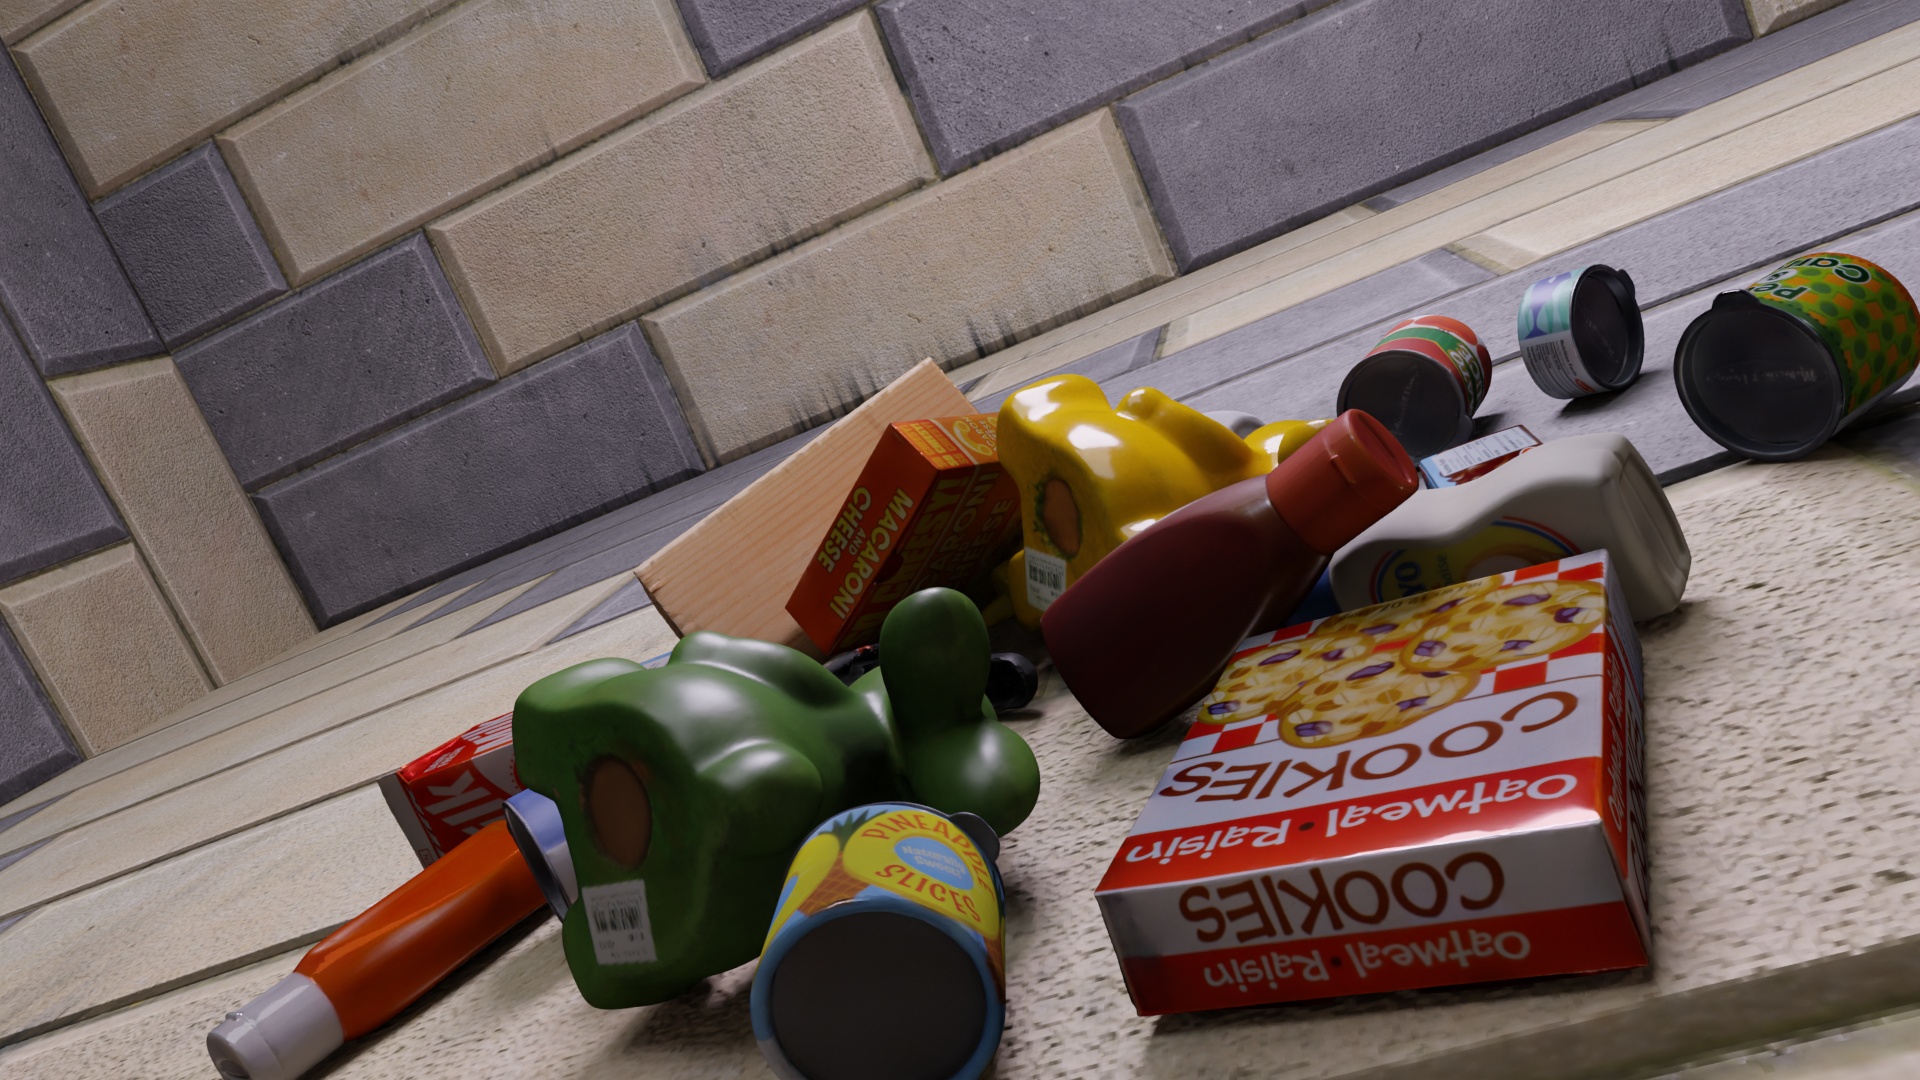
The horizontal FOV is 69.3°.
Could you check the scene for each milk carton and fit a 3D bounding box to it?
[{"bbox_3d":[-0.204,0.122,0.708,0.190,0.072,0.074,-20,12,12],"label":"milk carton"}]

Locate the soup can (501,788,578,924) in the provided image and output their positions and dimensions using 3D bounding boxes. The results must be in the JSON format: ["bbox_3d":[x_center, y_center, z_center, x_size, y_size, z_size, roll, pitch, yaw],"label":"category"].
[{"bbox_3d":[-0.146,0.120,0.603,0.084,0.071,0.071,-28,12,-27],"label":"soup can"}]

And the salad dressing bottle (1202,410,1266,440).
[{"bbox_3d":[0.120,-0.033,0.813,0.147,0.064,0.044,-22,30,55],"label":"salad dressing bottle"}]

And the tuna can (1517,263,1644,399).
[{"bbox_3d":[0.323,-0.110,0.723,0.071,0.071,0.032,-31,12,-33],"label":"tuna can"}]

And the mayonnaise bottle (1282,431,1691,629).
[{"bbox_3d":[0.173,0.009,0.496,0.147,0.064,0.041,-19,23,46],"label":"mayonnaise bottle"}]

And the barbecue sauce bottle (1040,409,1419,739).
[{"bbox_3d":[0.097,0.011,0.507,0.148,0.065,0.044,-43,-18,33],"label":"barbecue sauce bottle"}]

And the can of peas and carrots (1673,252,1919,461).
[{"bbox_3d":[0.326,-0.075,0.542,0.059,0.071,0.071,-28,11,-23],"label":"can of peas and carrots"}]

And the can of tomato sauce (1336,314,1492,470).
[{"bbox_3d":[0.250,-0.082,0.753,0.071,0.071,0.083,-16,12,35],"label":"can of tomato sauce"}]

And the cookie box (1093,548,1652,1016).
[{"bbox_3d":[0.123,0.063,0.390,0.122,0.040,0.168,-18,11,29],"label":"cookie box"}]

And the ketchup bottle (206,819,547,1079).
[{"bbox_3d":[-0.245,0.178,0.599,0.064,0.043,0.149,-15,14,41],"label":"ketchup bottle"}]

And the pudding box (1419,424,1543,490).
[{"bbox_3d":[0.230,-0.021,0.596,0.049,0.030,0.084,-20,11,14],"label":"pudding box"}]

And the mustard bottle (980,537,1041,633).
[{"bbox_3d":[0.068,0.008,0.722,0.160,0.065,0.049,-32,5,-11],"label":"mustard bottle"}]

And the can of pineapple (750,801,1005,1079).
[{"bbox_3d":[-0.020,0.112,0.378,0.071,0.071,0.058,-23,11,6],"label":"can of pineapple"}]

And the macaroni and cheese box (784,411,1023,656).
[{"bbox_3d":[0.003,-0.009,0.721,0.167,0.040,0.123,-12,-38,-51],"label":"macaroni and cheese box"}]
